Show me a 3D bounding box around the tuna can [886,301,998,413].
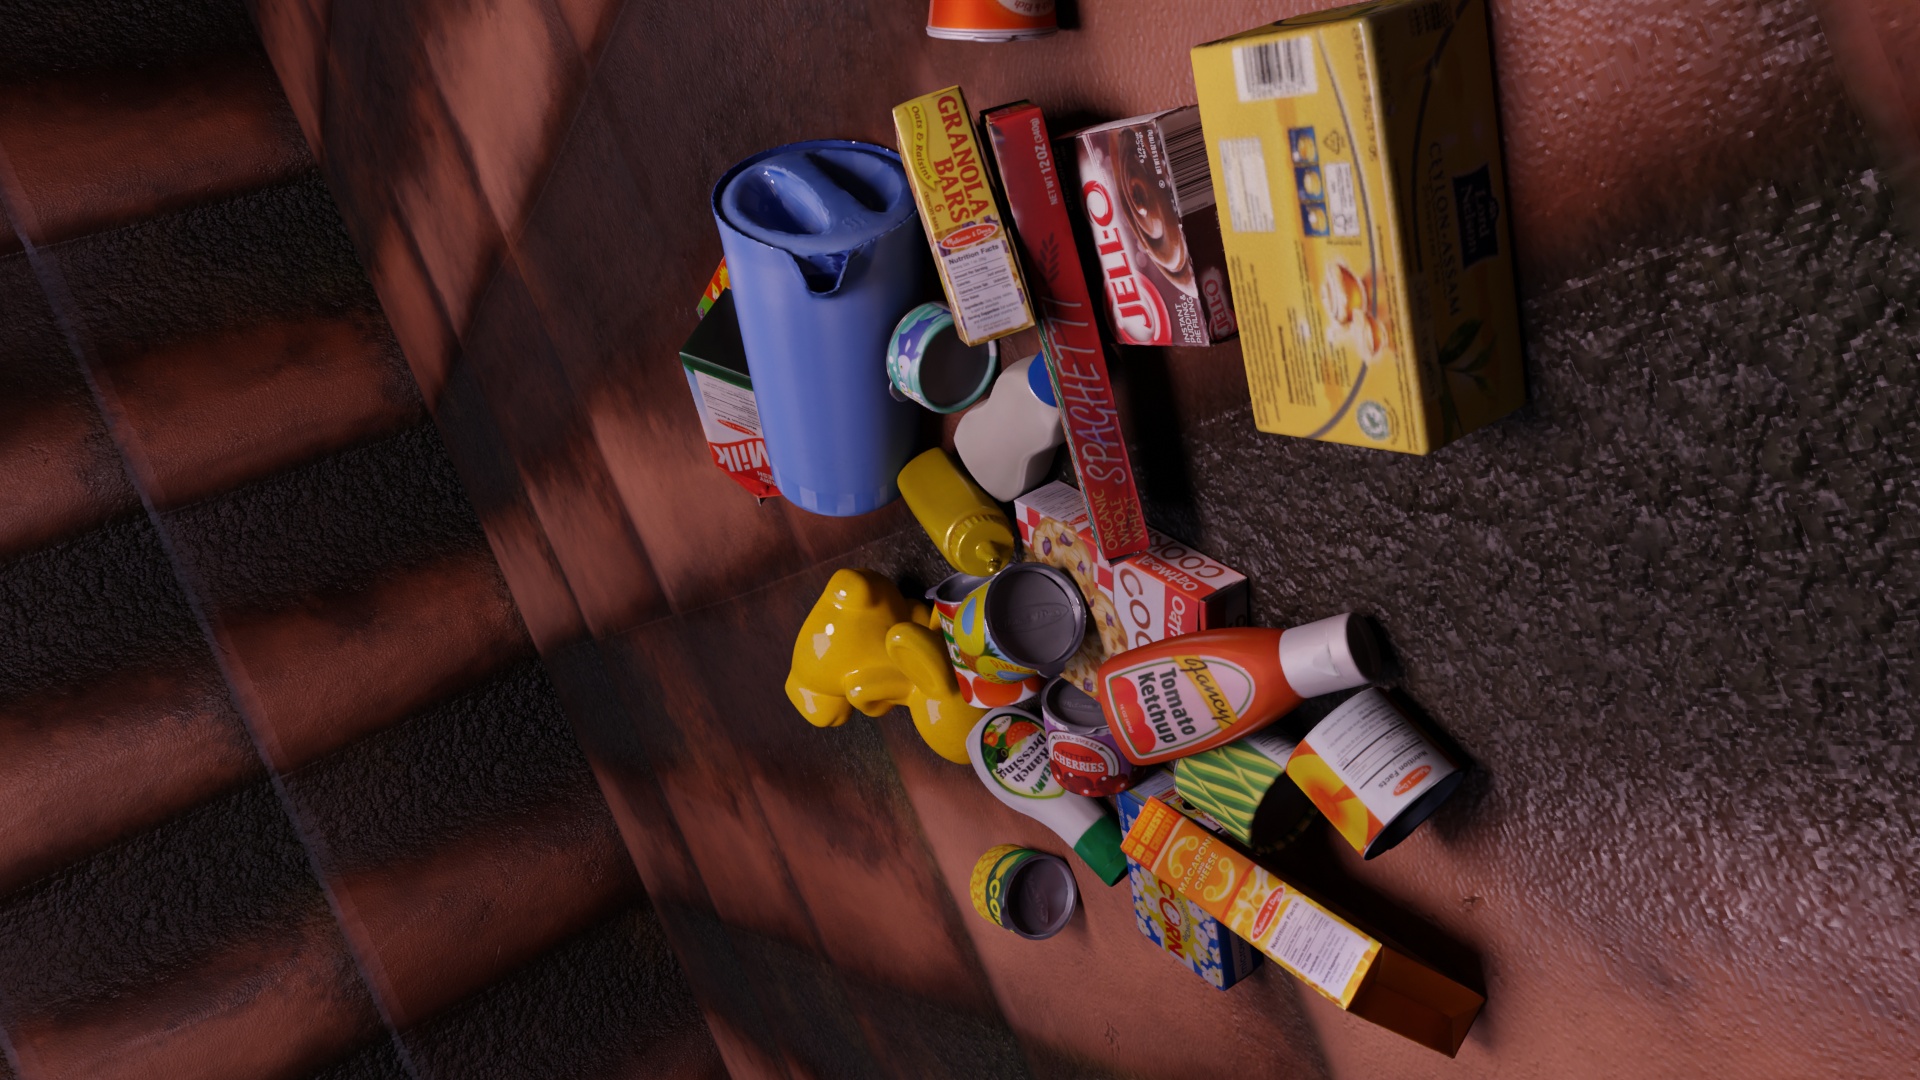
[{"bbox_3d":[-0.012,-0.114,0.882,0.033,0.071,0.070,33,139,45],"label":"tuna can"}]

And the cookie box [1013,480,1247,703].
[{"bbox_3d":[0.102,0.049,0.846,0.168,0.040,0.122,32,138,47],"label":"cookie box"}]

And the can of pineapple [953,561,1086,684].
[{"bbox_3d":[0.035,0.053,0.849,0.071,0.071,0.057,62,155,5],"label":"can of pineapple"}]

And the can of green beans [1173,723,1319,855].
[{"bbox_3d":[0.163,0.133,0.778,0.058,0.071,0.071,35,140,44],"label":"can of green beans"}]

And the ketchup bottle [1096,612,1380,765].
[{"bbox_3d":[0.145,0.074,0.731,0.148,0.044,0.064,-22,87,38],"label":"ketchup bottle"}]

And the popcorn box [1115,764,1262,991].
[{"bbox_3d":[0.149,0.219,0.906,0.085,0.038,0.126,26,134,53],"label":"popcorn box"}]

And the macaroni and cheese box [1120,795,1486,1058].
[{"bbox_3d":[0.183,0.209,0.760,0.123,0.040,0.166,34,176,-39],"label":"macaroni and cheese box"}]

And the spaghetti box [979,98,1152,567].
[{"bbox_3d":[0.057,-0.106,0.738,0.050,0.029,0.249,-102,-5,-67],"label":"spaghetti box"}]

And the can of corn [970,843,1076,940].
[{"bbox_3d":[0.047,0.278,1.100,0.058,0.071,0.071,-5,108,62],"label":"can of corn"}]

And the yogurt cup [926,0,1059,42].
[{"bbox_3d":[0.016,-0.283,0.701,0.072,0.072,0.053,31,129,48],"label":"yogurt cup"}]

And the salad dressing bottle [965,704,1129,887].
[{"bbox_3d":[0.069,0.183,1.000,0.148,0.064,0.043,44,166,20],"label":"salad dressing bottle"}]

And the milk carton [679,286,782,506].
[{"bbox_3d":[-0.156,-0.104,1.095,0.073,0.072,0.189,21,151,14],"label":"milk carton"}]

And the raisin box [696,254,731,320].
[{"bbox_3d":[-0.170,-0.183,1.141,0.086,0.040,0.123,64,154,3],"label":"raisin box"}]

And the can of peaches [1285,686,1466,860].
[{"bbox_3d":[0.205,0.116,0.690,0.058,0.071,0.070,49,149,28],"label":"can of peaches"}]

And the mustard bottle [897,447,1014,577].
[{"bbox_3d":[0.003,-0.011,0.913,0.065,0.049,0.161,52,180,-28],"label":"mustard bottle"}]

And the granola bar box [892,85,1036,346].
[{"bbox_3d":[0.001,-0.173,0.763,0.166,0.039,0.124,-100,-8,-80],"label":"granola bar box"}]

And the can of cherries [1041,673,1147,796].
[{"bbox_3d":[0.087,0.125,0.903,0.071,0.072,0.058,32,138,47],"label":"can of cherries"}]

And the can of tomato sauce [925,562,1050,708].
[{"bbox_3d":[0.021,0.067,0.973,0.071,0.071,0.082,14,125,57],"label":"can of tomato sauce"}]

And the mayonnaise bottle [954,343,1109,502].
[{"bbox_3d":[0.044,-0.079,0.844,0.065,0.041,0.147,53,150,8],"label":"mayonnaise bottle"}]
